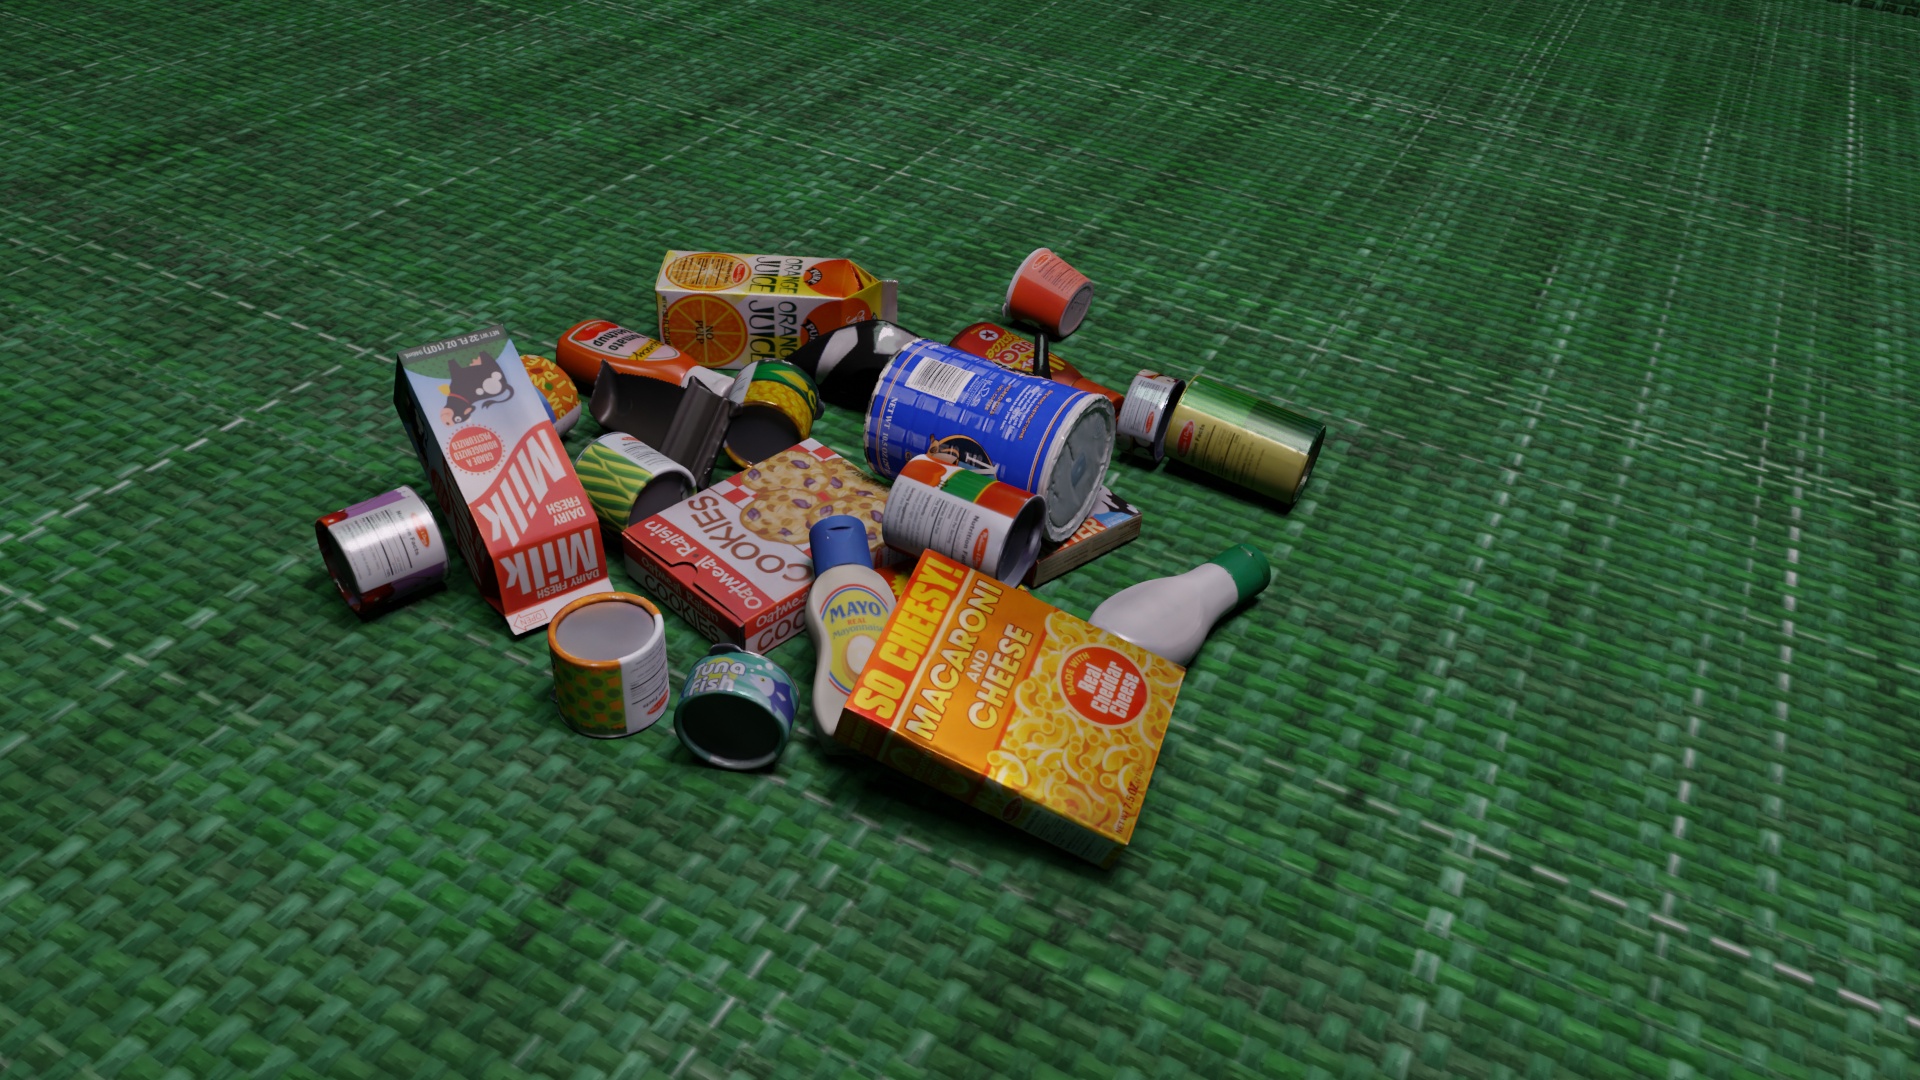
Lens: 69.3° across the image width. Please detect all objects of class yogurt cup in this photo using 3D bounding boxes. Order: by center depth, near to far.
[{"bbox_3d":[0.079,-0.212,1.206,0.054,0.072,0.073,32,45,20],"label":"yogurt cup"}]

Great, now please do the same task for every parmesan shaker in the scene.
[{"bbox_3d":[0.212,-0.073,1.037,0.103,0.071,0.072,24,42,18],"label":"parmesan shaker"}]

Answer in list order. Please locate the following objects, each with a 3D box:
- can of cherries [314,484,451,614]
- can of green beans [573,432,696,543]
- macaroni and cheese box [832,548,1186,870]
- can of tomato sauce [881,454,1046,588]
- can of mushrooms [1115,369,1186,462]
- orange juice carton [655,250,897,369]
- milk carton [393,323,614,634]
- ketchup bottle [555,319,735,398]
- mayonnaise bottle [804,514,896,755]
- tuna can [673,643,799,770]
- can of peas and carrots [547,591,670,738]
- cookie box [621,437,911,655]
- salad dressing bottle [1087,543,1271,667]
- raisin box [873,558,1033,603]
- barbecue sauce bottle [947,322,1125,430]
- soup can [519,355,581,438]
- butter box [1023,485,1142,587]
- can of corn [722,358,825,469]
[{"bbox_3d":[-0.366,0.007,0.879,0.058,0.071,0.071,-28,48,-34],"label":"can of cherries"},{"bbox_3d":[-0.221,-0.032,0.939,0.058,0.071,0.071,29,44,27],"label":"can of green beans"},{"bbox_3d":[0.029,0.092,0.779,0.166,0.040,0.124,25,51,2],"label":"macaroni and cheese box"},{"bbox_3d":[0.003,-0.011,0.871,0.083,0.070,0.071,21,41,21],"label":"can of tomato sauce"},{"bbox_3d":[0.146,-0.095,1.060,0.033,0.070,0.071,18,40,19],"label":"can of mushrooms"},{"bbox_3d":[-0.148,-0.187,1.142,0.193,0.071,0.073,2,38,-3],"label":"orange juice carton"},{"bbox_3d":[-0.293,-0.035,0.894,0.072,0.073,0.191,-23,79,-30],"label":"milk carton"},{"bbox_3d":[-0.239,-0.129,1.081,0.149,0.043,0.065,22,33,20],"label":"ketchup bottle"},{"bbox_3d":[-0.064,0.054,0.833,0.065,0.041,0.149,-6,57,-11],"label":"mayonnaise bottle"},{"bbox_3d":[-0.127,0.094,0.782,0.071,0.070,0.033,7,39,3],"label":"tuna can"},{"bbox_3d":[-0.208,0.071,0.814,0.071,0.058,0.071,3,37,-2],"label":"can of peas and carrots"},{"bbox_3d":[-0.121,0.001,0.928,0.123,0.040,0.168,32,45,30],"label":"cookie box"},{"bbox_3d":[0.143,0.045,0.897,0.148,0.043,0.064,-27,45,-35],"label":"salad dressing bottle"},{"bbox_3d":[0.005,0.056,0.872,0.086,0.039,0.124,-18,43,-25],"label":"raisin box"},{"bbox_3d":[0.061,-0.127,1.109,0.149,0.043,0.065,29,43,28],"label":"barbecue sauce bottle"},{"bbox_3d":[-0.326,-0.089,0.999,0.071,0.071,0.084,16,39,15],"label":"soup can"},{"bbox_3d":[0.073,-0.007,0.970,0.104,0.024,0.053,-24,46,-32],"label":"butter box"},{"bbox_3d":[-0.139,-0.090,1.024,0.071,0.070,0.058,5,38,1],"label":"can of corn"}]
